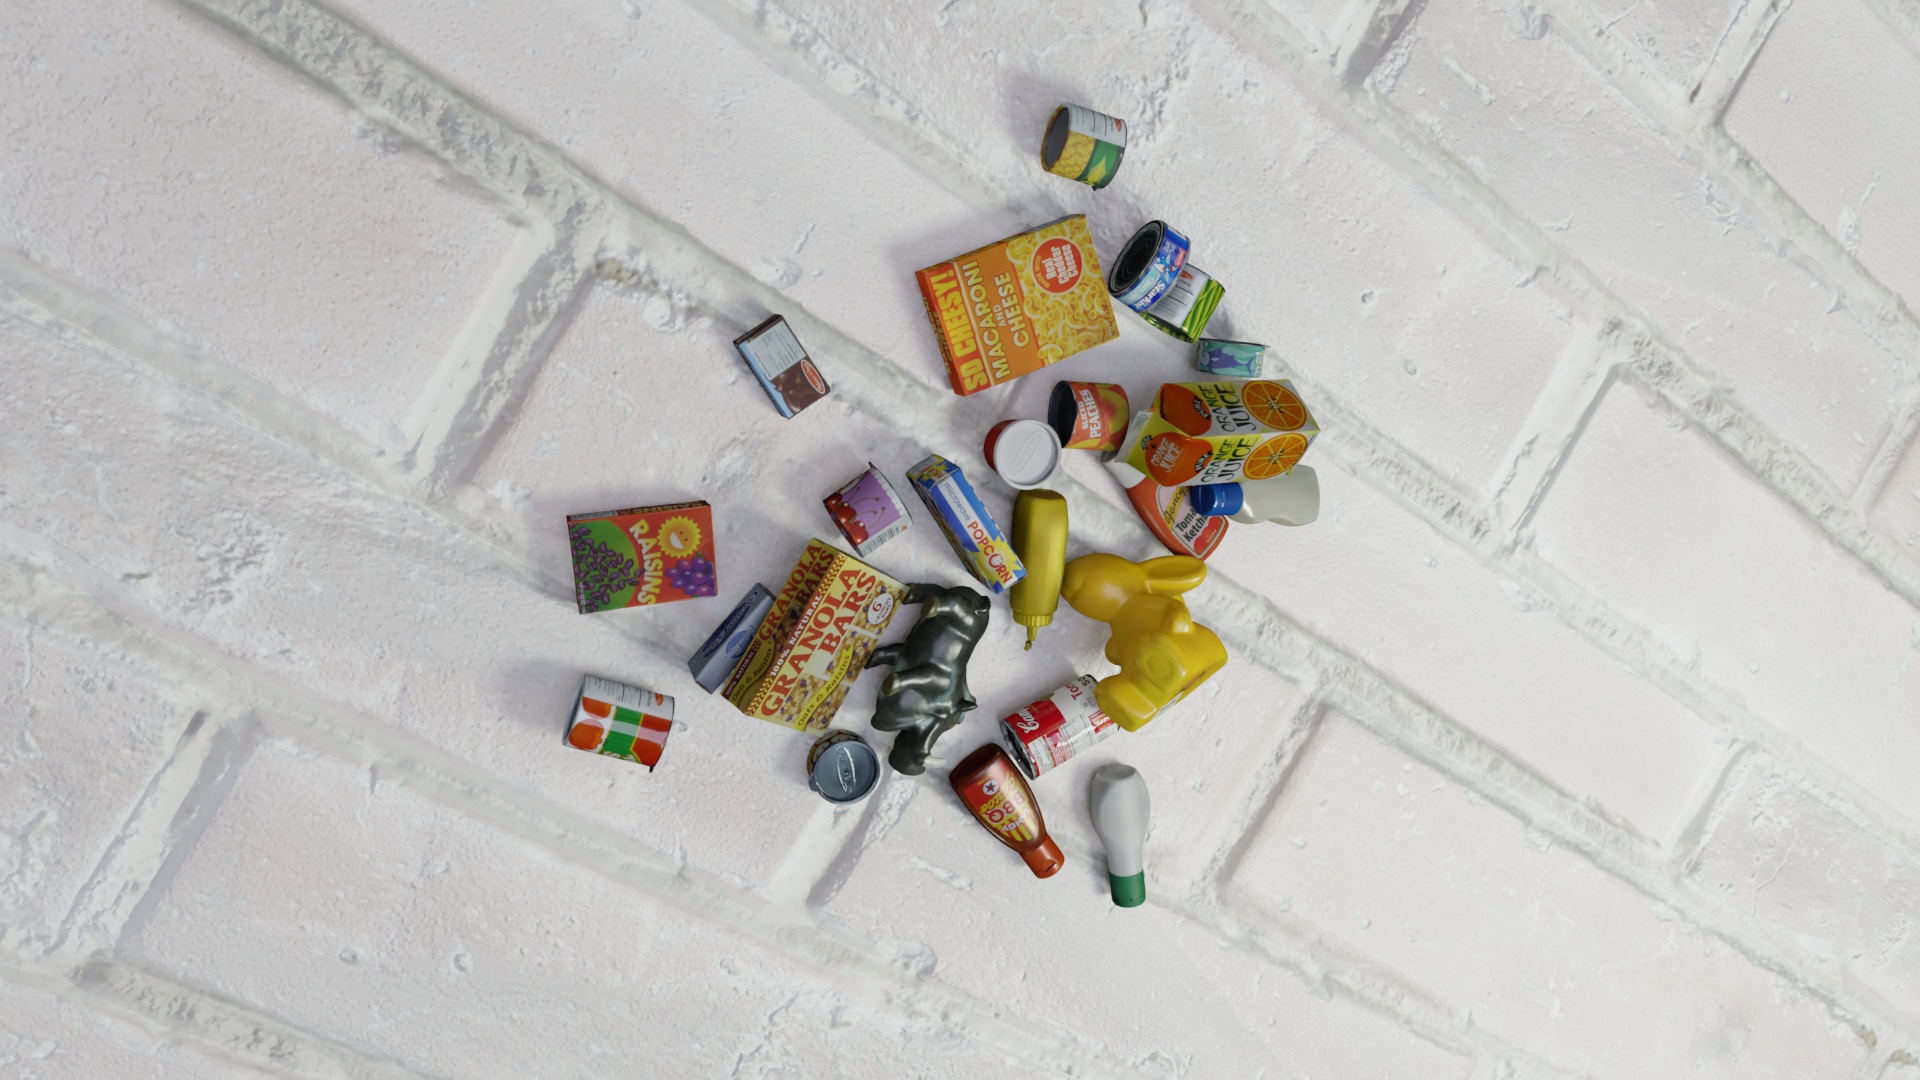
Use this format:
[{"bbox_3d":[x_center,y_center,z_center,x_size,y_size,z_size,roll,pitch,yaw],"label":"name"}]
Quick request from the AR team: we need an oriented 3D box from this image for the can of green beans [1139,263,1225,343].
[{"bbox_3d":[0.213,-0.231,1.344,0.071,0.071,0.058,29,91,-21],"label":"can of green beans"}]

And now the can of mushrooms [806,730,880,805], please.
[{"bbox_3d":[-0.115,0.219,1.337,0.071,0.033,0.071,-4,102,-18],"label":"can of mushrooms"}]

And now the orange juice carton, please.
[{"bbox_3d":[0.241,-0.104,1.340,0.193,0.073,0.071,-5,143,-25],"label":"orange juice carton"}]

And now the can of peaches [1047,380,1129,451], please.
[{"bbox_3d":[0.124,-0.119,1.333,0.058,0.071,0.071,2,100,-20],"label":"can of peaches"}]

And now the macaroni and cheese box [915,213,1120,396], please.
[{"bbox_3d":[0.054,-0.221,1.306,0.167,0.040,0.123,-23,107,-14],"label":"macaroni and cheese box"}]

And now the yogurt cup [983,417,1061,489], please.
[{"bbox_3d":[0.056,-0.086,1.325,0.072,0.054,0.072,-4,101,-18],"label":"yogurt cup"}]

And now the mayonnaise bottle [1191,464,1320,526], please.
[{"bbox_3d":[0.299,-0.045,1.402,0.148,0.041,0.064,-2,89,-33],"label":"mayonnaise bottle"}]

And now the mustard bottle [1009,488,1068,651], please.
[{"bbox_3d":[0.074,0.031,1.351,0.049,0.065,0.159,0,106,-13],"label":"mustard bottle"}]

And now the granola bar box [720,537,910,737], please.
[{"bbox_3d":[-0.131,0.090,1.272,0.165,0.039,0.124,-60,146,0],"label":"granola bar box"}]

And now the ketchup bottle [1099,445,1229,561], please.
[{"bbox_3d":[0.201,-0.042,1.388,0.148,0.043,0.065,42,76,-20],"label":"ketchup bottle"}]

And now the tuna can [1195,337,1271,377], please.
[{"bbox_3d":[0.269,-0.180,1.371,0.071,0.071,0.032,2,102,-19],"label":"tuna can"}]

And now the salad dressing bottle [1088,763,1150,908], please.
[{"bbox_3d":[0.169,0.308,1.445,0.064,0.044,0.147,-11,105,-18],"label":"salad dressing bottle"}]

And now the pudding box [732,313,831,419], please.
[{"bbox_3d":[-0.161,-0.156,1.252,0.050,0.030,0.083,-37,109,-10],"label":"pudding box"}]

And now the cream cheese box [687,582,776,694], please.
[{"bbox_3d":[-0.206,0.088,1.271,0.024,0.053,0.104,43,85,-23],"label":"cream cheese box"}]

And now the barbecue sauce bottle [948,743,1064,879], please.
[{"bbox_3d":[0.052,0.277,1.399,0.065,0.044,0.148,-36,110,-5],"label":"barbecue sauce bottle"}]

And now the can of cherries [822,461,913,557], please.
[{"bbox_3d":[-0.087,-0.028,1.283,0.058,0.071,0.071,-35,109,-8],"label":"can of cherries"}]

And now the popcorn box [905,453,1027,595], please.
[{"bbox_3d":[0.005,-0.016,1.304,0.038,0.085,0.126,-36,110,-8],"label":"popcorn box"}]

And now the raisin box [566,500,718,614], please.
[{"bbox_3d":[-0.283,0.013,1.238,0.123,0.040,0.086,-7,102,-18],"label":"raisin box"}]

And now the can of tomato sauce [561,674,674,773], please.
[{"bbox_3d":[-0.307,0.164,1.244,0.083,0.071,0.071,18,94,-20],"label":"can of tomato sauce"}]

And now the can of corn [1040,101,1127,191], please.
[{"bbox_3d":[0.112,-0.364,1.286,0.058,0.071,0.071,12,97,-20],"label":"can of corn"}]
